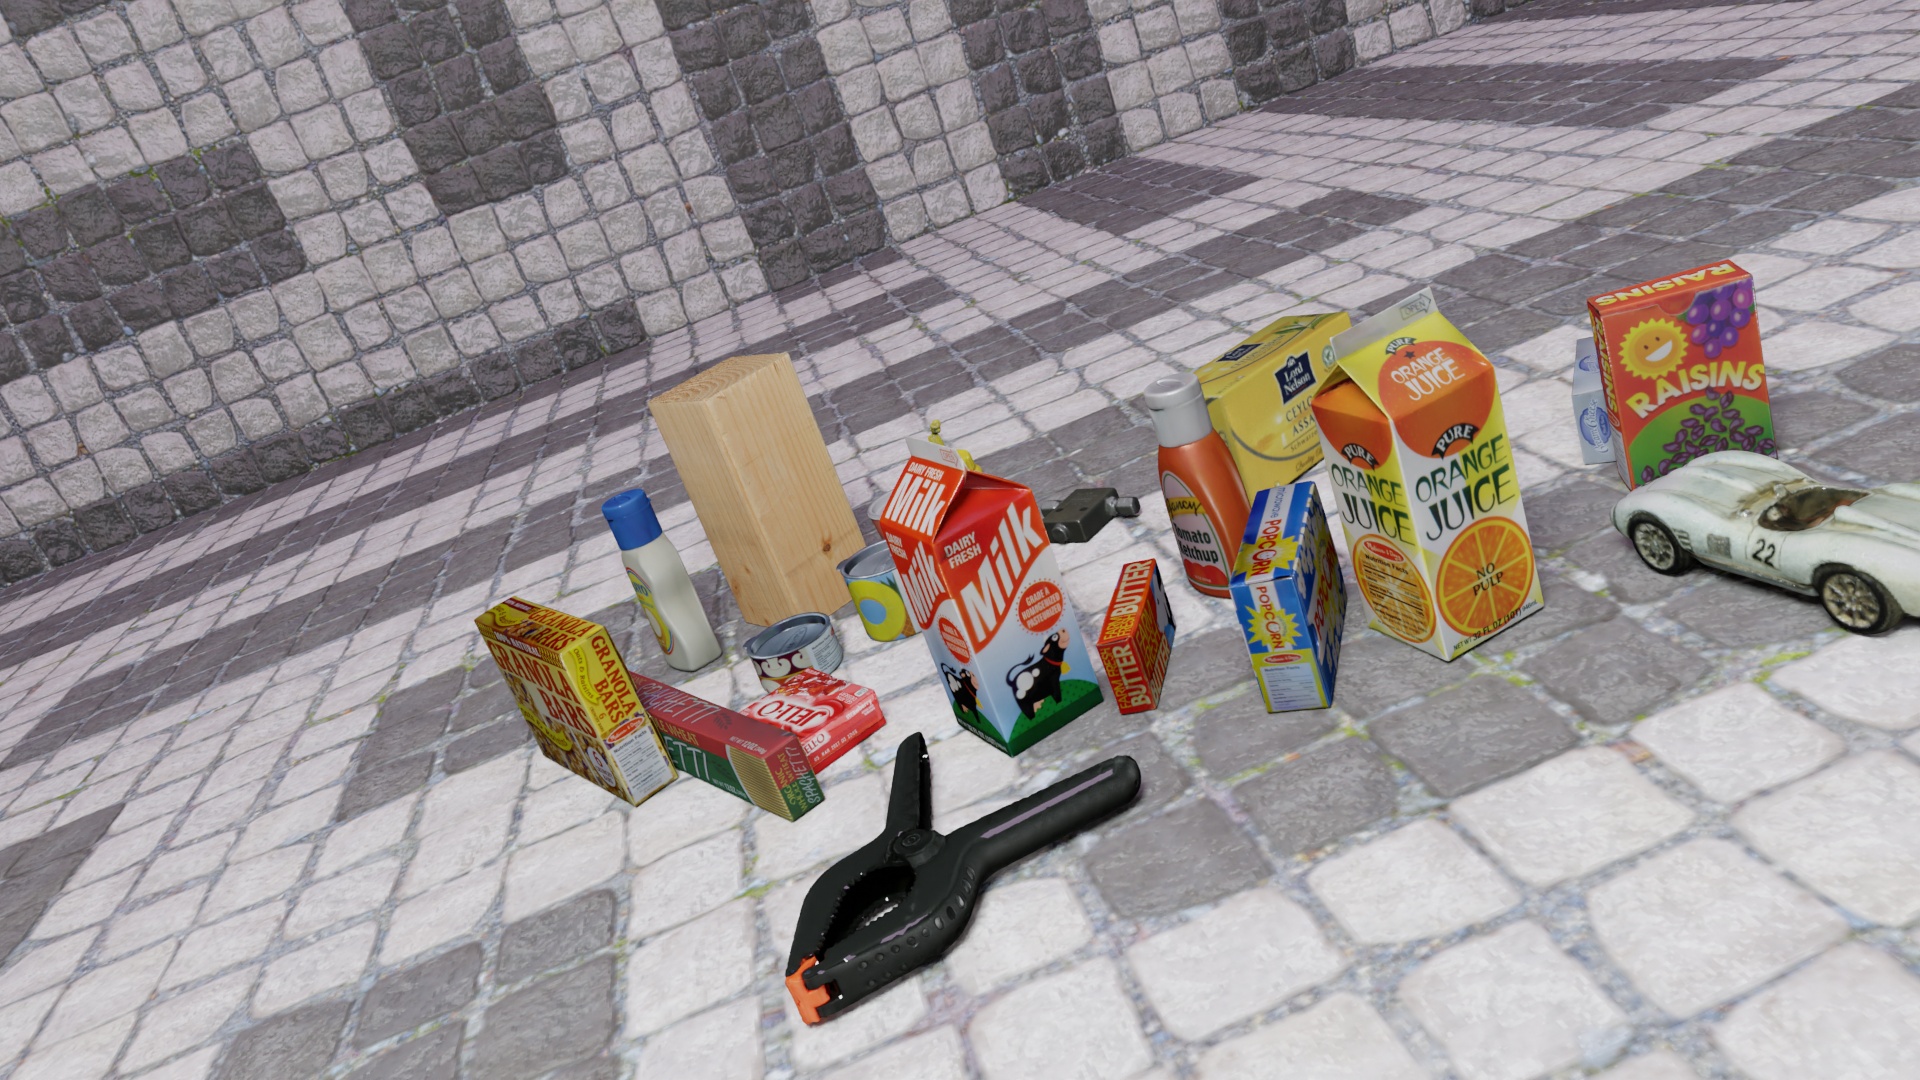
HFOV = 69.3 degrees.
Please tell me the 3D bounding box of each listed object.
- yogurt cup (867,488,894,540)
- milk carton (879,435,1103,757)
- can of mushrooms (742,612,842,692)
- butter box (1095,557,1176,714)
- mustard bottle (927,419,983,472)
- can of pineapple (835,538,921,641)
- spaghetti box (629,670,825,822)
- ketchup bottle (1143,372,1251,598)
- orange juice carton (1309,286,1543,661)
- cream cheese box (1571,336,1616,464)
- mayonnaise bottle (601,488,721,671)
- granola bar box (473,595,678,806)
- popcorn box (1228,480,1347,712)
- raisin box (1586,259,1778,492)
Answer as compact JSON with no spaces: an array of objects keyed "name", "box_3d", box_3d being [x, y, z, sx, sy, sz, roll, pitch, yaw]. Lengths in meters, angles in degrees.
[{"name":"yogurt cup","box_3d":[-0.038,-0.013,1.167,0.072,0.053,0.073,-18,21,7]},{"name":"milk carton","box_3d":[0.013,0.026,0.835,0.074,0.190,0.072,-29,22,-21]},{"name":"can of mushrooms","box_3d":[-0.125,0.084,1.037,0.071,0.033,0.071,-18,21,7]},{"name":"butter box","box_3d":[0.110,0.058,0.860,0.024,0.053,0.104,-12,22,22]},{"name":"mustard bottle","box_3d":[0.003,-0.012,0.980,0.049,0.159,0.065,-22,21,-3]},{"name":"can of pineapple","box_3d":[-0.051,0.036,1.054,0.071,0.057,0.071,-18,21,7]},{"name":"spaghetti box","box_3d":[-0.176,0.134,0.938,0.029,0.050,0.250,-33,25,-31]},{"name":"ketchup bottle","box_3d":[0.159,-0.036,0.914,0.044,0.148,0.065,-29,22,-22]},{"name":"orange juice carton","box_3d":[0.254,-0.038,0.770,0.072,0.192,0.073,-26,21,-15]},{"name":"cream cheese box","box_3d":[0.435,-0.097,0.947,0.024,0.053,0.104,-8,24,29]},{"name":"mayonnaise bottle","box_3d":[-0.241,0.032,1.110,0.041,0.147,0.065,-32,23,-27]},{"name":"granola bar box","box_3d":[-0.274,0.109,0.982,0.039,0.123,0.165,-33,24,-31]},{"name":"popcorn box","box_3d":[0.193,0.030,0.809,0.038,0.085,0.127,-11,23,25]},{"name":"raisin box","box_3d":[0.440,-0.099,0.849,0.086,0.123,0.040,-14,21,16]}]
